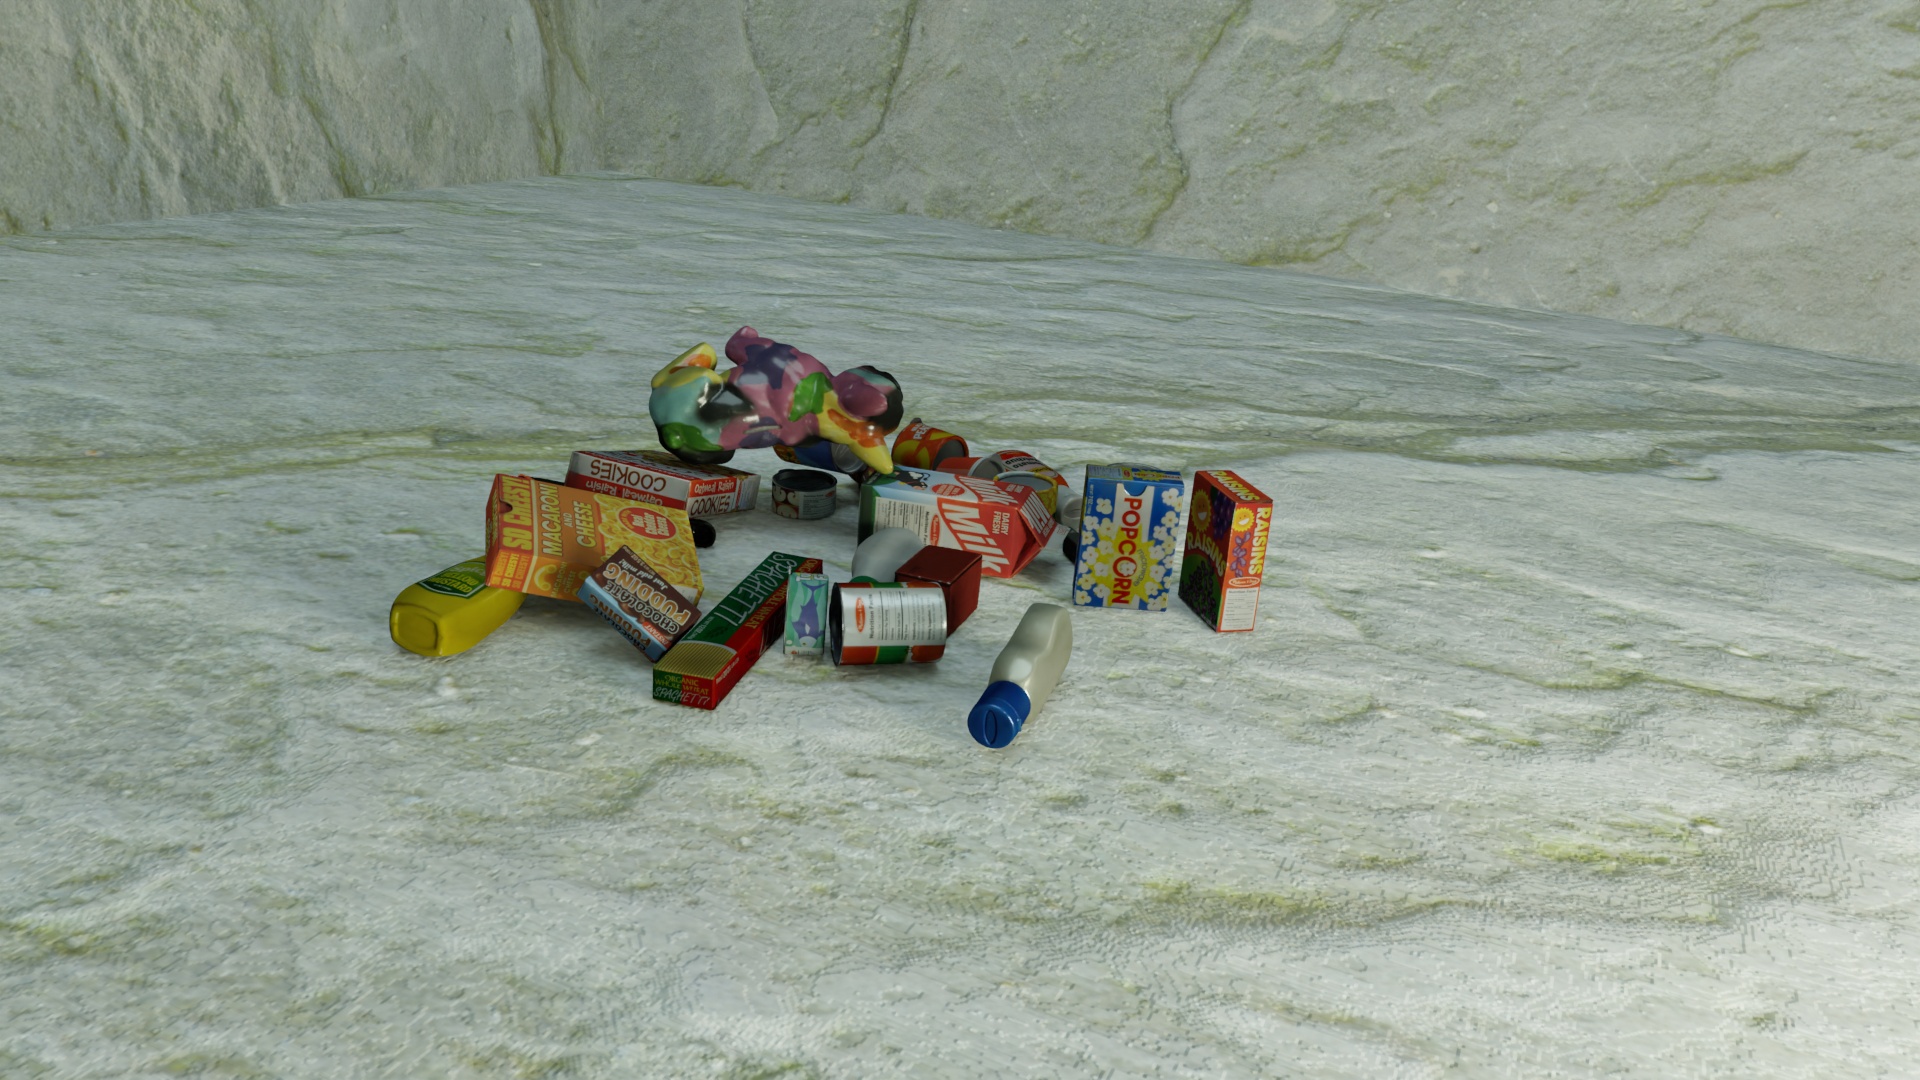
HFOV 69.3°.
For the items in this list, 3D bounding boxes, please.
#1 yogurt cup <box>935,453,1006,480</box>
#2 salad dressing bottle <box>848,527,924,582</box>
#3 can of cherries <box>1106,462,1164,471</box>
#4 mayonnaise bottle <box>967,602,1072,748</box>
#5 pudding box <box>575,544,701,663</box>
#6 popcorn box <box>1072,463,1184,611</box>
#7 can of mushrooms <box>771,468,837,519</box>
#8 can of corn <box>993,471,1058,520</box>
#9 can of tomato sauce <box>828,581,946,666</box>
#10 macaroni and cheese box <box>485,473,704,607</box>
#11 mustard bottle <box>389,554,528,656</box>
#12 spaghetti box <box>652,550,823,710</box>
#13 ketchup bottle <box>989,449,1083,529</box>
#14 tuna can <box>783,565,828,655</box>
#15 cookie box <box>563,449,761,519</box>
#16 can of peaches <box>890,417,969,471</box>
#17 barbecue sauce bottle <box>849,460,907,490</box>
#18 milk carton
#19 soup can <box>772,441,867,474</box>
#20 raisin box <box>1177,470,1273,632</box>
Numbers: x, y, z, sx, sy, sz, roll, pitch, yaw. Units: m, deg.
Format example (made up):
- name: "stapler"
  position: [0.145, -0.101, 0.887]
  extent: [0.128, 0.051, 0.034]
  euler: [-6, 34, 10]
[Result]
- name: "yogurt cup"
  position: [0.008, -0.056, 1.430]
  extent: [0.054, 0.072, 0.073]
  euler: [11, 20, 38]
- name: "salad dressing bottle"
  position: [-0.072, 0.034, 1.212]
  extent: [0.064, 0.043, 0.148]
  euler: [11, 23, 11]
- name: "can of cherries"
  position: [0.180, -0.043, 1.437]
  extent: [0.071, 0.058, 0.072]
  euler: [5, 20, -2]
- name: "mayonnaise bottle"
  position: [0.046, 0.103, 1.037]
  extent: [0.041, 0.064, 0.149]
  euler: [8, 25, 18]
- name: "pudding box"
  position: [-0.250, 0.050, 1.080]
  extent: [0.083, 0.030, 0.050]
  euler: [42, 50, -2]
- name: "popcorn box"
  position: [0.147, -0.001, 1.230]
  extent: [0.085, 0.126, 0.038]
  euler: [5, 25, 1]
- name: "can of mushrooms"
  position: [-0.160, -0.048, 1.414]
  extent: [0.071, 0.033, 0.071]
  euler: [4, 22, -1]
- name: "can of corn"
  position: [0.064, -0.031, 1.383]
  extent: [0.071, 0.058, 0.071]
  euler: [4, 21, -1]
- name: "can of tomato sauce"
  position: [-0.059, 0.066, 1.102]
  extent: [0.083, 0.071, 0.071]
  euler: [0, 22, -14]
- name: "macaroni and cheese box"
  position: [-0.305, 0.004, 1.155]
  extent: [0.166, 0.040, 0.124]
  euler: [13, 27, -26]
- name: "mustard bottle"
  position: [-0.387, 0.042, 1.116]
  extent: [0.065, 0.048, 0.161]
  euler: [15, 23, 12]
- name: "spaghetti box"
  position: [-0.173, 0.067, 1.125]
  extent: [0.050, 0.028, 0.251]
  euler: [10, 22, 11]
- name: "ketchup bottle"
  position: [0.083, -0.053, 1.464]
  extent: [0.065, 0.043, 0.149]
  euler: [-6, 24, -27]
- name: "tuna can"
  position: [-0.123, 0.056, 1.105]
  extent: [0.033, 0.070, 0.071]
  euler: [4, 21, -6]
- name: "cookie box"
  position: [-0.283, -0.055, 1.339]
  extent: [0.123, 0.040, 0.168]
  euler: [14, 7, 13]
- name: "can of peaches"
  position: [-0.032, -0.091, 1.500]
  extent: [0.058, 0.071, 0.071]
  euler: [22, 27, 36]
- name: "barbecue sauce bottle"
  position: [-0.076, -0.058, 1.441]
  extent: [0.065, 0.043, 0.149]
  euler: [-17, 28, -22]
- name: "milk carton"
  position: [0.005, -0.016, 1.312]
  extent: [0.191, 0.073, 0.072]
  euler: [9, 21, 12]
- name: "soup can"
  position: [-0.142, -0.105, 1.433]
  extent: [0.084, 0.071, 0.071]
  euler: [12, 22, 34]
- name: "raisin box"
  position: [0.234, 0.008, 1.228]
  extent: [0.040, 0.123, 0.086]
  euler: [-2, 21, -15]
